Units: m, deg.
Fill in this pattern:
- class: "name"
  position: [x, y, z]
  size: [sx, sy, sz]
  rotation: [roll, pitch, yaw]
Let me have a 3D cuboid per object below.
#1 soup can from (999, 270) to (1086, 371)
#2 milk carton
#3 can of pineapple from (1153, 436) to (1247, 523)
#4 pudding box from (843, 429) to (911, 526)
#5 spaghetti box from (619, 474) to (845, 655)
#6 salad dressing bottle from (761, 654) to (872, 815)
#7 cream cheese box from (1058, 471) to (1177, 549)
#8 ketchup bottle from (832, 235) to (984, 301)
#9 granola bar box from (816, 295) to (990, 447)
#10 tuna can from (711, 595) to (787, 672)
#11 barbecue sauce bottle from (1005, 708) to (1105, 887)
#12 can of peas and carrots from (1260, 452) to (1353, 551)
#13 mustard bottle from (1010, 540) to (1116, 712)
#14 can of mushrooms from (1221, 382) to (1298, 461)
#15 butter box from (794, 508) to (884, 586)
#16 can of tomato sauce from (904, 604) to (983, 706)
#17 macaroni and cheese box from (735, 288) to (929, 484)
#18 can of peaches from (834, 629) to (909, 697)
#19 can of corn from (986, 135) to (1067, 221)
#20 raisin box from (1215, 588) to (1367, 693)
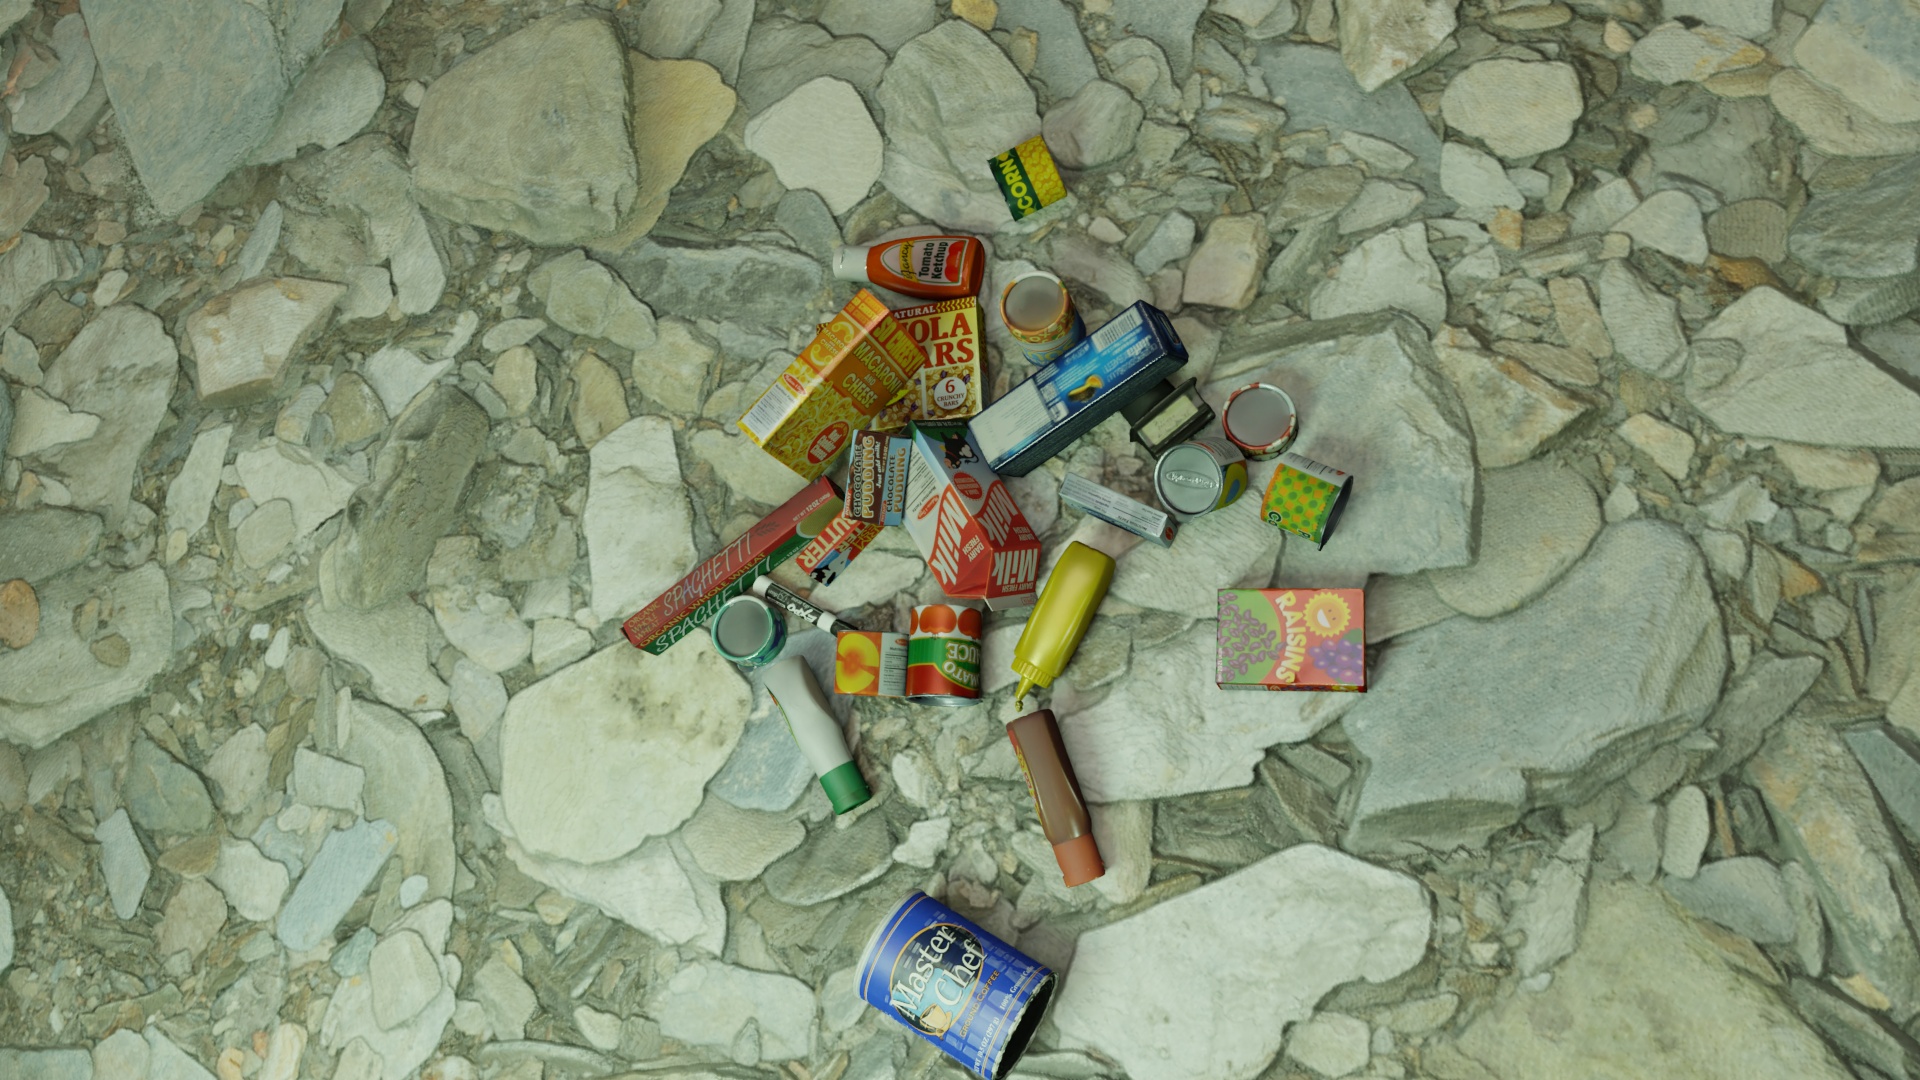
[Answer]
- class: "soup can"
  position: [0.078, -0.204, 1.304]
  size: [0.071, 0.083, 0.071]
  rotation: [-4, 74, 15]
- class: "milk carton"
  position: [0.005, -0.016, 1.265]
  size: [0.073, 0.072, 0.191]
  rotation: [-47, 63, 34]
- class: "can of pineapple"
  position: [0.211, -0.055, 1.224]
  size: [0.071, 0.058, 0.071]
  rotation: [8, 104, 34]
- class: "pudding box"
  position: [-0.076, -0.058, 1.261]
  size: [0.049, 0.030, 0.083]
  rotation: [13, 97, 41]
- class: "spaghetti box"
  position: [-0.216, 0.026, 1.344]
  size: [0.250, 0.050, 0.029]
  rotation: [-37, 67, 4]
- class: "salad dressing bottle"
  position: [-0.130, 0.178, 1.272]
  size: [0.044, 0.064, 0.148]
  rotation: [-29, 76, -3]
- class: "cream cheese box"
  position: [0.142, -0.027, 1.251]
  size: [0.104, 0.053, 0.024]
  rotation: [25, 85, 21]
- class: "ketchup bottle"
  position: [-0.053, -0.273, 1.384]
  size: [0.149, 0.043, 0.065]
  rotation: [7, 77, 19]
- class: "granola bar box"
  position: [-0.056, -0.162, 1.356]
  size: [0.165, 0.039, 0.124]
  rotation: [-7, 74, 15]
- class: "tuna can"
  position: [-0.204, 0.089, 1.331]
  size: [0.071, 0.032, 0.071]
  rotation: [-5, 73, 15]
- class: "barbecue sauce bottle"
  position: [0.083, 0.221, 1.195]
  size: [0.044, 0.065, 0.148]
  rotation: [-20, 79, 2]
- class: "can of peas and carrots"
  position: [0.298, -0.034, 1.200]
  size: [0.059, 0.071, 0.071]
  rotation: [25, 83, 22]
- class: "mustard bottle"
  position: [0.083, 0.079, 1.234]
  size: [0.049, 0.065, 0.160]
  rotation: [27, 88, 17]
- class: "can of mushrooms"
  position: [0.267, -0.105, 1.246]
  size: [0.071, 0.033, 0.071]
  rotation: [-4, 74, 15]
- class: "butter box"
  position: [-0.107, -0.005, 1.318]
  size: [0.103, 0.053, 0.024]
  rotation: [-46, 70, 0]
- class: "can of tomato sauce"
  position: [-0.013, 0.104, 1.252]
  size: [0.071, 0.071, 0.083]
  rotation: [-2, 74, 16]
- class: "macaroni and cheese box"
  position: [-0.115, -0.140, 1.278]
  size: [0.040, 0.123, 0.166]
  rotation: [43, 91, 21]
- class: "can of peaches"
  position: [-0.083, 0.113, 1.269]
  size: [0.071, 0.071, 0.058]
  rotation: [0, 82, 17]
- class: "can of corn"
  position: [0.065, -0.354, 1.357]
  size: [0.058, 0.071, 0.071]
  rotation: [-25, 69, 8]
- class: "raisin box"
  position: [0.282, 0.085, 1.185]
  size: [0.123, 0.040, 0.086]
  rotation: [-1, 74, 18]
